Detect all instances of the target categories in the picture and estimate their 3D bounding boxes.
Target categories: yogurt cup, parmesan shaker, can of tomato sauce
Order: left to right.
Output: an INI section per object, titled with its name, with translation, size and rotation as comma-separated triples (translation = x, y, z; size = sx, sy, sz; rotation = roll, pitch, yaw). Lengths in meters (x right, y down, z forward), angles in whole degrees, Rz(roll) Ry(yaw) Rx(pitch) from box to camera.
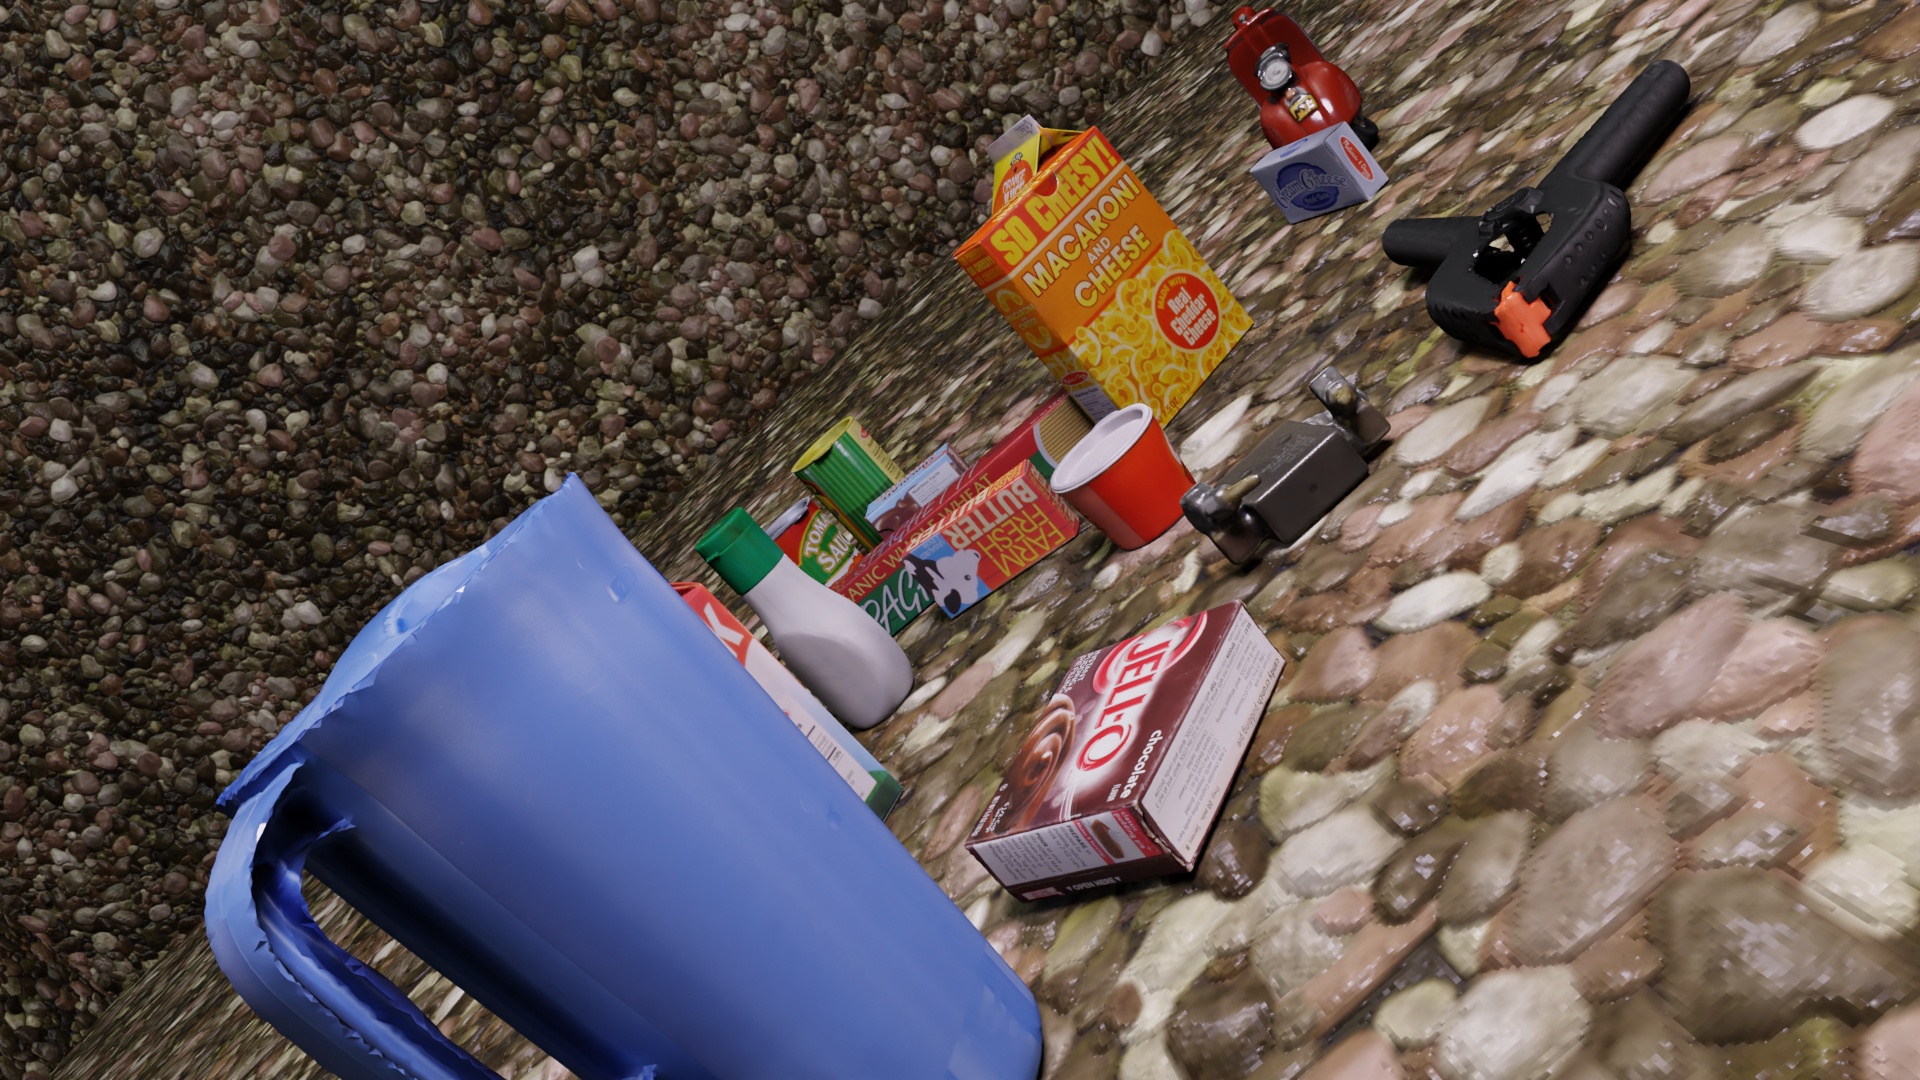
[can of tomato sauce]
translation = -0.112, 0.018, 1.078
size = 0.071, 0.083, 0.071
rotation = -39, 14, 12
[parmesan shaker]
translation = -0.076, -0.039, 1.108
size = 0.071, 0.103, 0.071
rotation = -39, 14, 12
[yogurt cup]
translation = 0.091, -0.032, 0.748
size = 0.072, 0.054, 0.072
rotation = -39, 14, 12

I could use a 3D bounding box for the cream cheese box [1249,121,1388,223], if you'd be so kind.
[cream cheese box]
translation = 0.252, -0.259, 0.986
size = 0.024, 0.053, 0.104
rotation = -45, 14, -10

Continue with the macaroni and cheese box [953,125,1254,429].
[macaroni and cheese box]
translation = 0.094, -0.159, 0.881
size = 0.124, 0.166, 0.040
rotation = -48, 15, -23

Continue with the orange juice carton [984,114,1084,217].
[orange juice carton]
translation = 0.094, -0.222, 1.012
size = 0.073, 0.192, 0.071
rotation = -48, 15, -21

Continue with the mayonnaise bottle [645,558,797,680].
[mayonnaise bottle]
translation = -0.176, 0.076, 0.945
size = 0.064, 0.148, 0.041
rotation = -39, 14, 13

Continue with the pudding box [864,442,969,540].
[pudding box]
translation = -0.026, -0.029, 1.055
size = 0.083, 0.049, 0.030
rotation = -39, 14, 13

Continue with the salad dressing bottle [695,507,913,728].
[salad dressing bottle]
translation = -0.091, 0.045, 0.813
size = 0.064, 0.147, 0.044
rotation = -30, 18, 40

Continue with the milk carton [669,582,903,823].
[milk carton]
translation = -0.127, 0.091, 0.684
size = 0.072, 0.190, 0.074
rotation = -28, 20, 45

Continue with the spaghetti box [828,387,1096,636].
[spaghetti box]
translation = 0.003, -0.012, 0.926
size = 0.250, 0.050, 0.029
rotation = -40, 14, 7

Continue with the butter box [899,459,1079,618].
[butter box]
translation = 0.018, 0.000, 0.849
size = 0.103, 0.053, 0.024
rotation = -35, 16, 25
